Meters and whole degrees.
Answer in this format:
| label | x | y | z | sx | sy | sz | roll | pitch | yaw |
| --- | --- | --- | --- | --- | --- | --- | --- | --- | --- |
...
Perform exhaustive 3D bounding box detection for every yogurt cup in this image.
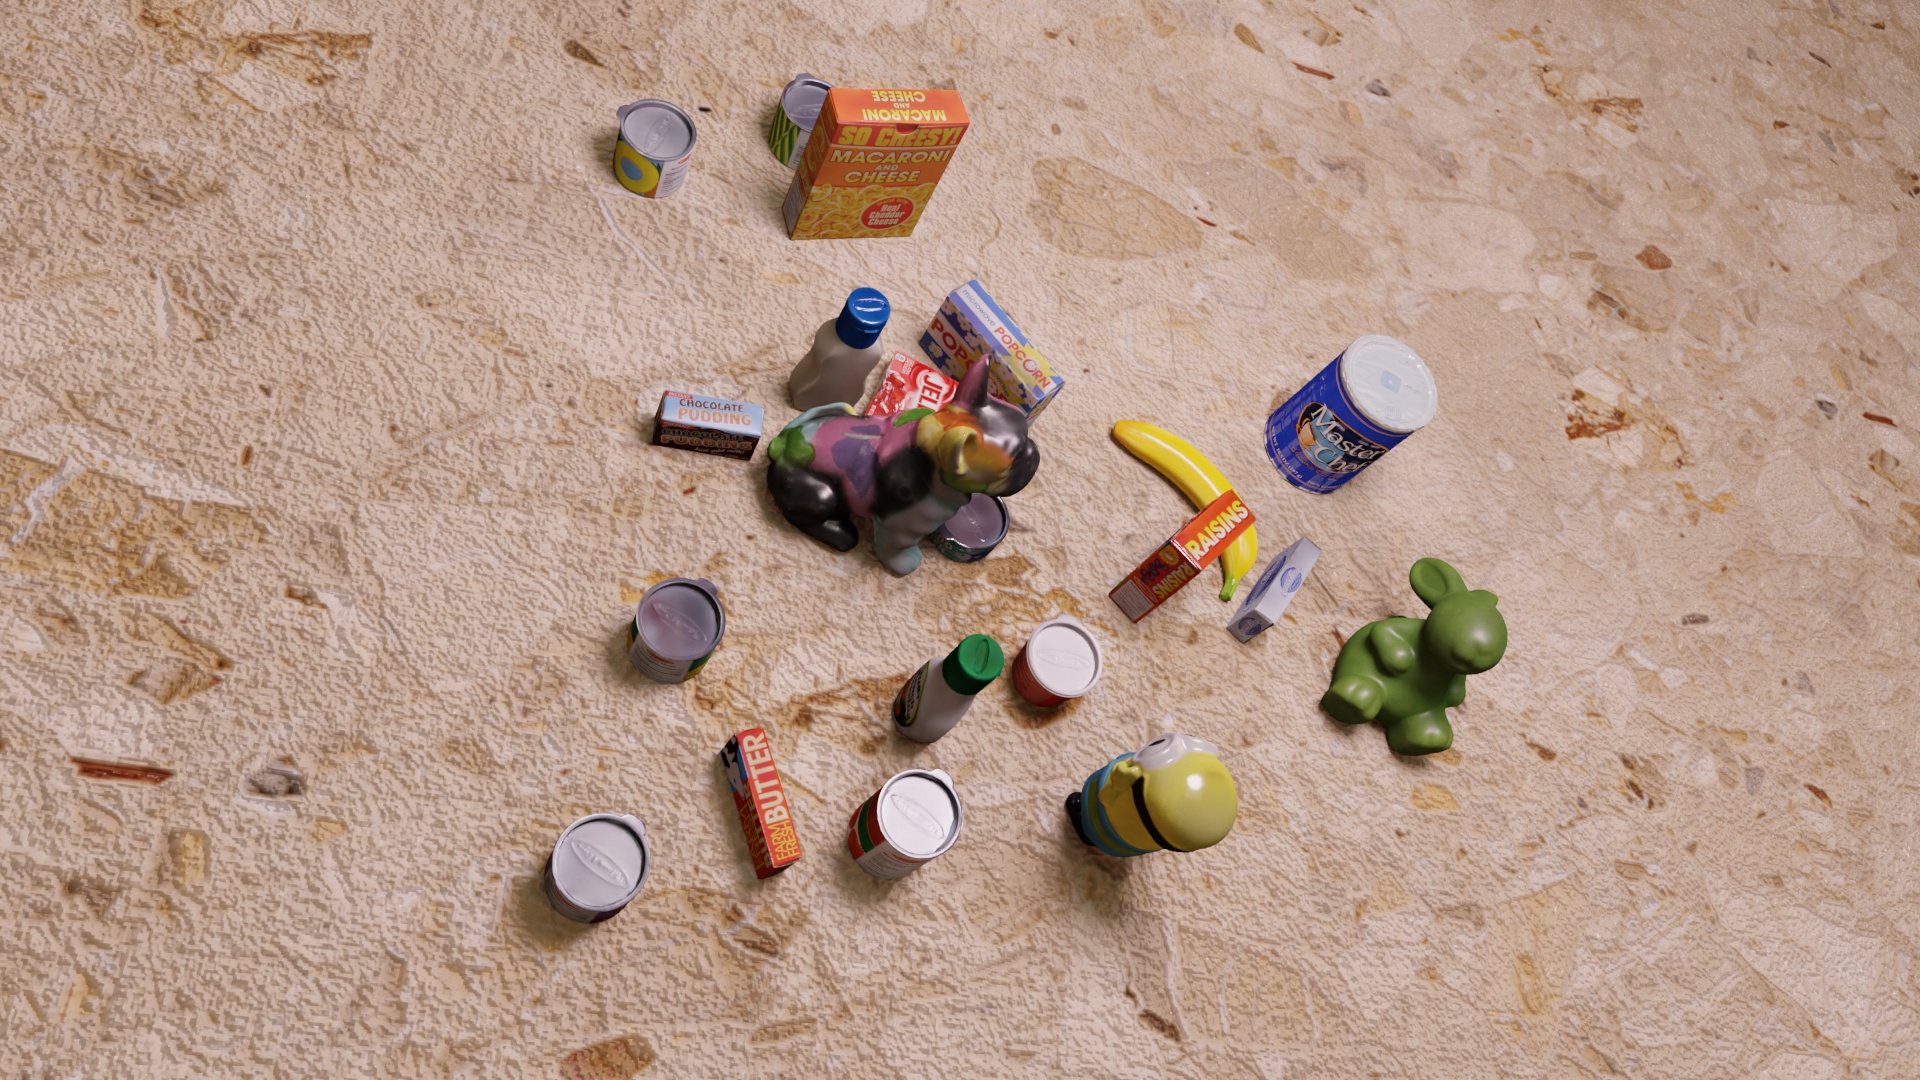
| label | x | y | z | sx | sy | sz | roll | pitch | yaw |
| --- | --- | --- | --- | --- | --- | --- | --- | --- | --- |
| yogurt cup | 0.077 | 0.105 | 1.159 | 0.072 | 0.053 | 0.072 | 9 | 63 | -18 |

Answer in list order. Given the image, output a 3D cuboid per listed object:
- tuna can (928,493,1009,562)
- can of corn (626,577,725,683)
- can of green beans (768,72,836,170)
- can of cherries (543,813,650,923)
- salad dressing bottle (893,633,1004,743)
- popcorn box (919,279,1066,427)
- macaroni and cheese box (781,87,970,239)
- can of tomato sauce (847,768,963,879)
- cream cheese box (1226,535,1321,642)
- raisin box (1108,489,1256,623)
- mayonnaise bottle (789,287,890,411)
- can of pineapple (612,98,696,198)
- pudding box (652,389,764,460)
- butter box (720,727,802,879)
| label | x | y | z | sx | sy | sz | roll | pitch | yaw |
| --- | --- | --- | --- | --- | --- | --- | --- | --- | --- |
| tuna can | 0.004 | -0.015 | 1.199 | 0.071 | 0.032 | 0.071 | 9 | 63 | -18 |
| can of corn | -0.215 | 0.068 | 1.055 | 0.071 | 0.058 | 0.071 | 9 | 63 | -18 |
| can of green beans | -0.142 | -0.390 | 1.304 | 0.071 | 0.057 | 0.071 | 9 | 63 | -18 |
| can of cherries | -0.251 | 0.227 | 0.965 | 0.071 | 0.058 | 0.072 | 9 | 63 | -18 |
| salad dressing bottle | -0.009 | 0.112 | 1.066 | 0.044 | 0.147 | 0.064 | 21 | 60 | -12 |
| popcorn box | 0.026 | -0.161 | 1.247 | 0.038 | 0.085 | 0.127 | -37 | 83 | -31 |
| macaroni and cheese box | -0.078 | -0.332 | 1.239 | 0.124 | 0.165 | 0.040 | -8 | 70 | -25 |
| can of tomato sauce | -0.042 | 0.212 | 1.042 | 0.071 | 0.082 | 0.071 | 9 | 63 | -18 |
| cream cheese box | 0.288 | 0.045 | 1.274 | 0.024 | 0.053 | 0.104 | 41 | 58 | 0 |
| raisin box | 0.192 | 0.014 | 1.209 | 0.086 | 0.123 | 0.040 | -37 | 84 | -31 |
| mayonnaise bottle | -0.097 | -0.157 | 1.158 | 0.065 | 0.147 | 0.041 | -4 | 68 | -24 |
| can of pineapple | -0.273 | -0.348 | 1.230 | 0.071 | 0.057 | 0.071 | 9 | 63 | -18 |
| pudding box | -0.207 | -0.095 | 1.141 | 0.084 | 0.049 | 0.030 | 9 | 63 | -18 |
| butter box | -0.148 | 0.194 | 1.025 | 0.024 | 0.053 | 0.104 | -11 | 71 | -26 |
